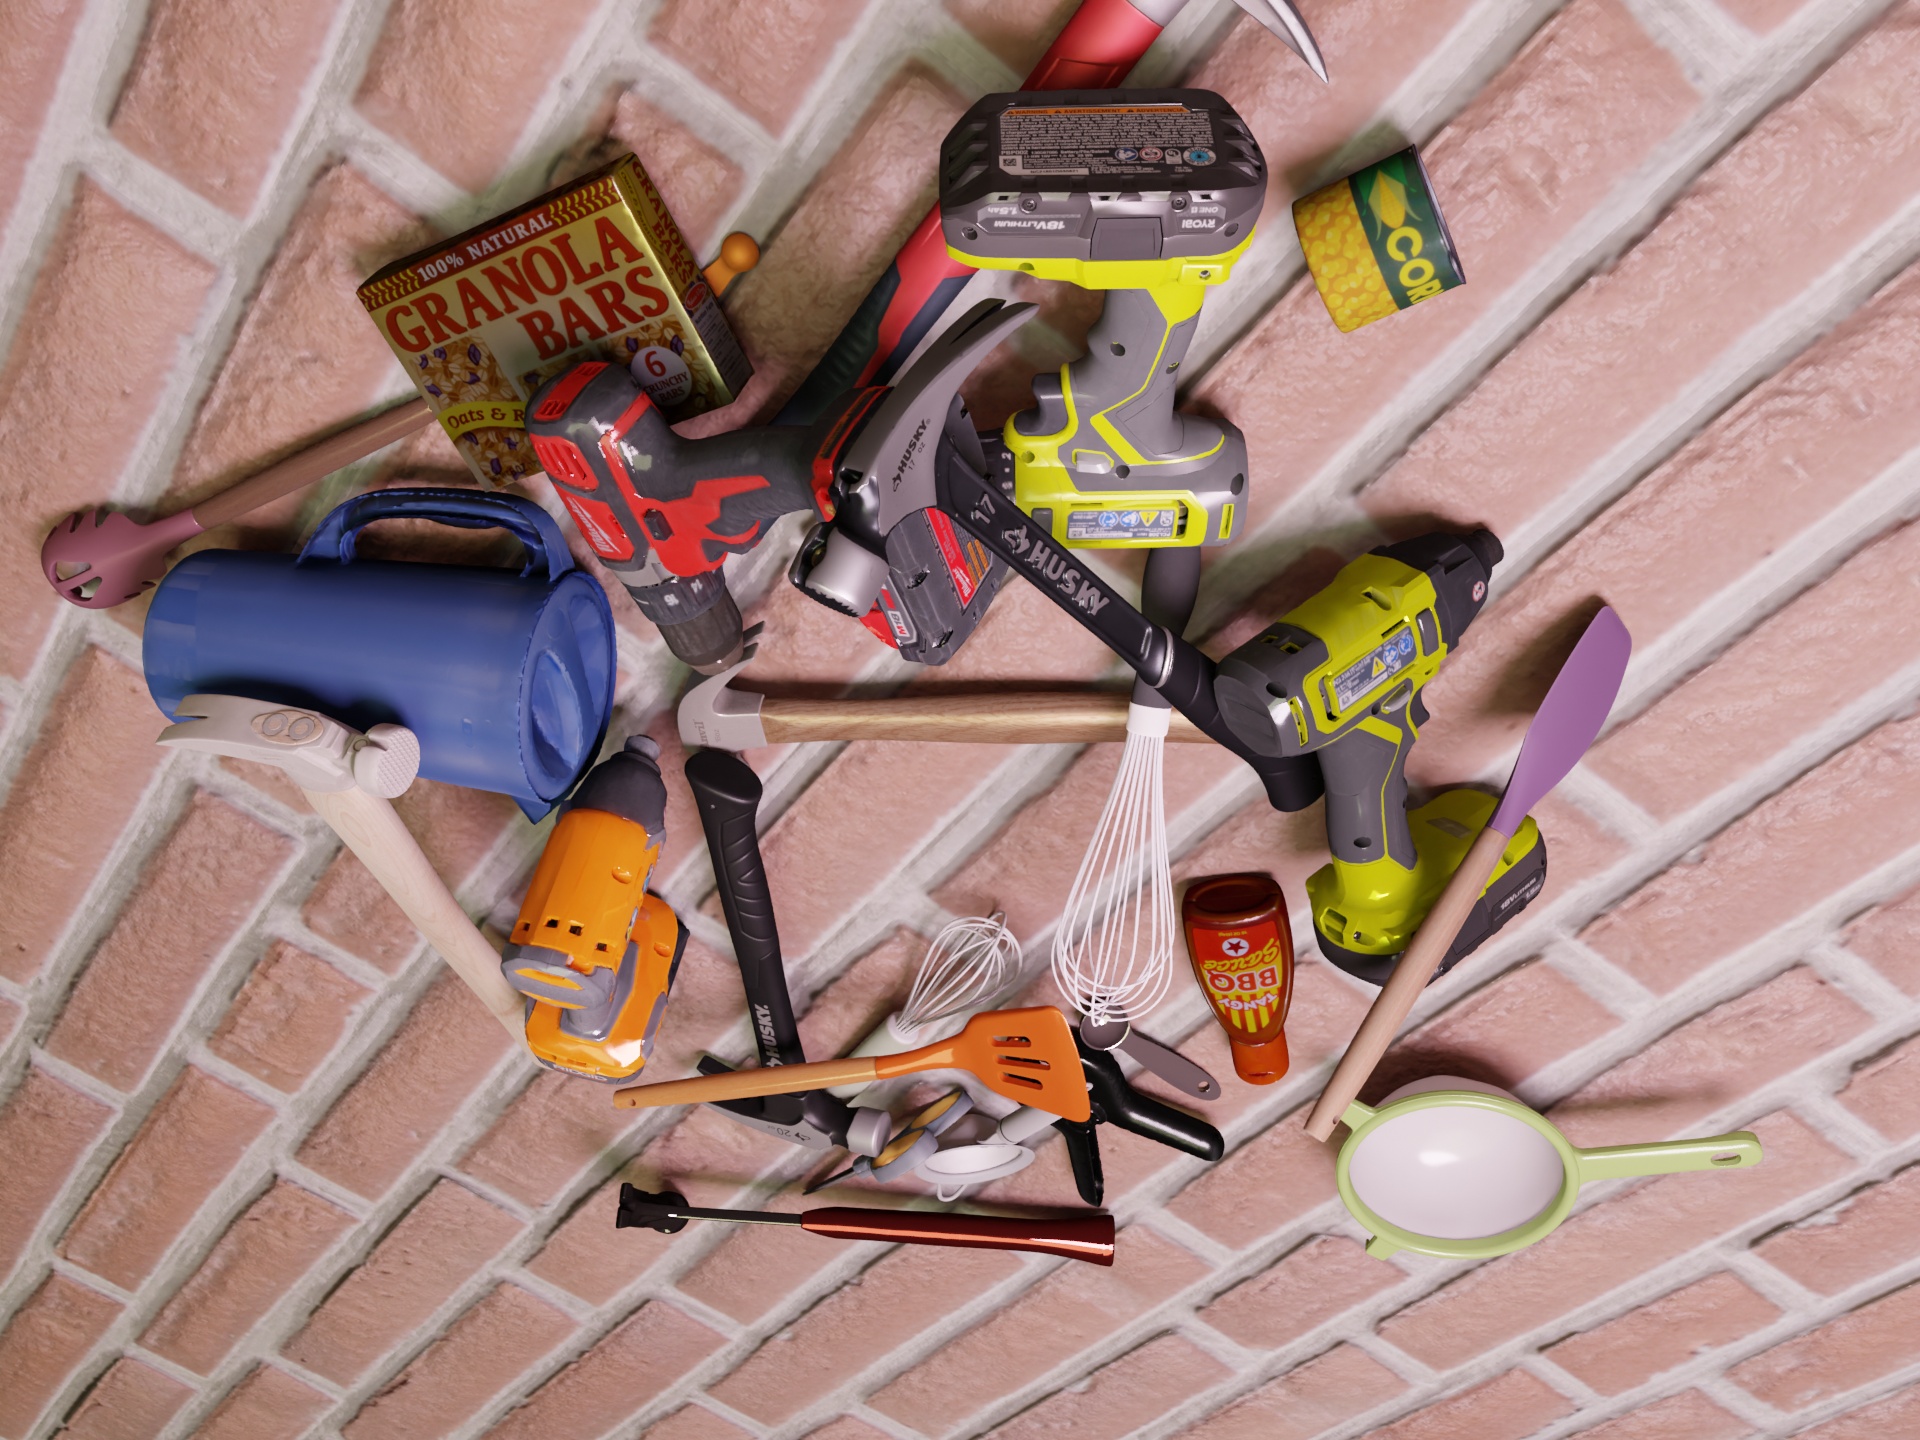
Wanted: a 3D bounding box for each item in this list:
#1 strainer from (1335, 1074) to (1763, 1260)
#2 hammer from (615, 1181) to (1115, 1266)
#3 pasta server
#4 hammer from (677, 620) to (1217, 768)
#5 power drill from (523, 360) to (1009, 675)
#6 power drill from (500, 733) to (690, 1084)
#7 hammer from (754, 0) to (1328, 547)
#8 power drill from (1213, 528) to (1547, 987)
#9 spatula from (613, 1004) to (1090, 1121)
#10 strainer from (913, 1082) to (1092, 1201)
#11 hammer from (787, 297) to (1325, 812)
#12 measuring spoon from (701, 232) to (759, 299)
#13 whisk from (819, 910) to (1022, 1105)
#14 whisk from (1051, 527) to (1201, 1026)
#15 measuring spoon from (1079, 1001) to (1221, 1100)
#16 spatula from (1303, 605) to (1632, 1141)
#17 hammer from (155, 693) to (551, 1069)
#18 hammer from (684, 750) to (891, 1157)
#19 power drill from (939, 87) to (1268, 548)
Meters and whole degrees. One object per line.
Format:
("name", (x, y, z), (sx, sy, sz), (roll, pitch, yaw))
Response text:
("strainer", (0.372, 0.269, 1.027), (0.256, 0.069, 0.151), (-10, 120, 16))
("hammer", (-0.067, 0.369, 1.166), (0.359, 0.037, 0.149), (3, 161, 2))
("pasta server", (-0.414, -0.131, 0.918), (0.316, 0.040, 0.060), (-20, 119, 18))
("hammer", (-0.001, -0.003, 0.919), (0.331, 0.031, 0.129), (-1, 137, 8))
("power drill", (-0.092, -0.086, 0.782), (0.227, 0.080, 0.187), (9, 141, 30))
("power drill", (-0.215, 0.119, 0.972), (0.084, 0.164, 0.226), (15, 150, 0))
("hammer", (0.001, -0.213, 0.775), (0.143, 0.038, 0.386), (34, 124, -15))
("power drill", (0.236, 0.019, 0.842), (0.171, 0.080, 0.223), (-33, 123, -17))
("spatula", (-0.077, 0.228, 1.010), (0.322, 0.041, 0.081), (-10, 107, 15))
("strainer", (0.033, 0.276, 1.074), (0.086, 0.050, 0.258), (5, 152, -21))
("hammer", (0.087, -0.044, 0.769), (0.036, 0.149, 0.408), (22, 173, 43))
("measuring spoon", (-0.145, -0.208, 0.821), (0.021, 0.011, 0.117), (42, 121, -19))
("whisk", (-0.035, 0.202, 1.070), (0.057, 0.059, 0.246), (33, 129, -9))
("whisk", (0.097, 0.030, 0.867), (0.070, 0.070, 0.284), (9, 99, 4))
("measuring spoon", (0.129, 0.224, 1.076), (0.124, 0.018, 0.034), (34, 100, -21))
("spatula", (0.267, 0.081, 0.826), (0.059, 0.018, 0.316), (39, 82, -39))
("hammer", (-0.334, 0.119, 0.991), (0.146, 0.038, 0.410), (9, 147, 15))
("hammer", (-0.134, 0.156, 1.025), (0.146, 0.035, 0.334), (9, 130, 19))
("power drill", (0.045, -0.167, 0.738), (0.190, 0.080, 0.228), (-1, 142, 0))
